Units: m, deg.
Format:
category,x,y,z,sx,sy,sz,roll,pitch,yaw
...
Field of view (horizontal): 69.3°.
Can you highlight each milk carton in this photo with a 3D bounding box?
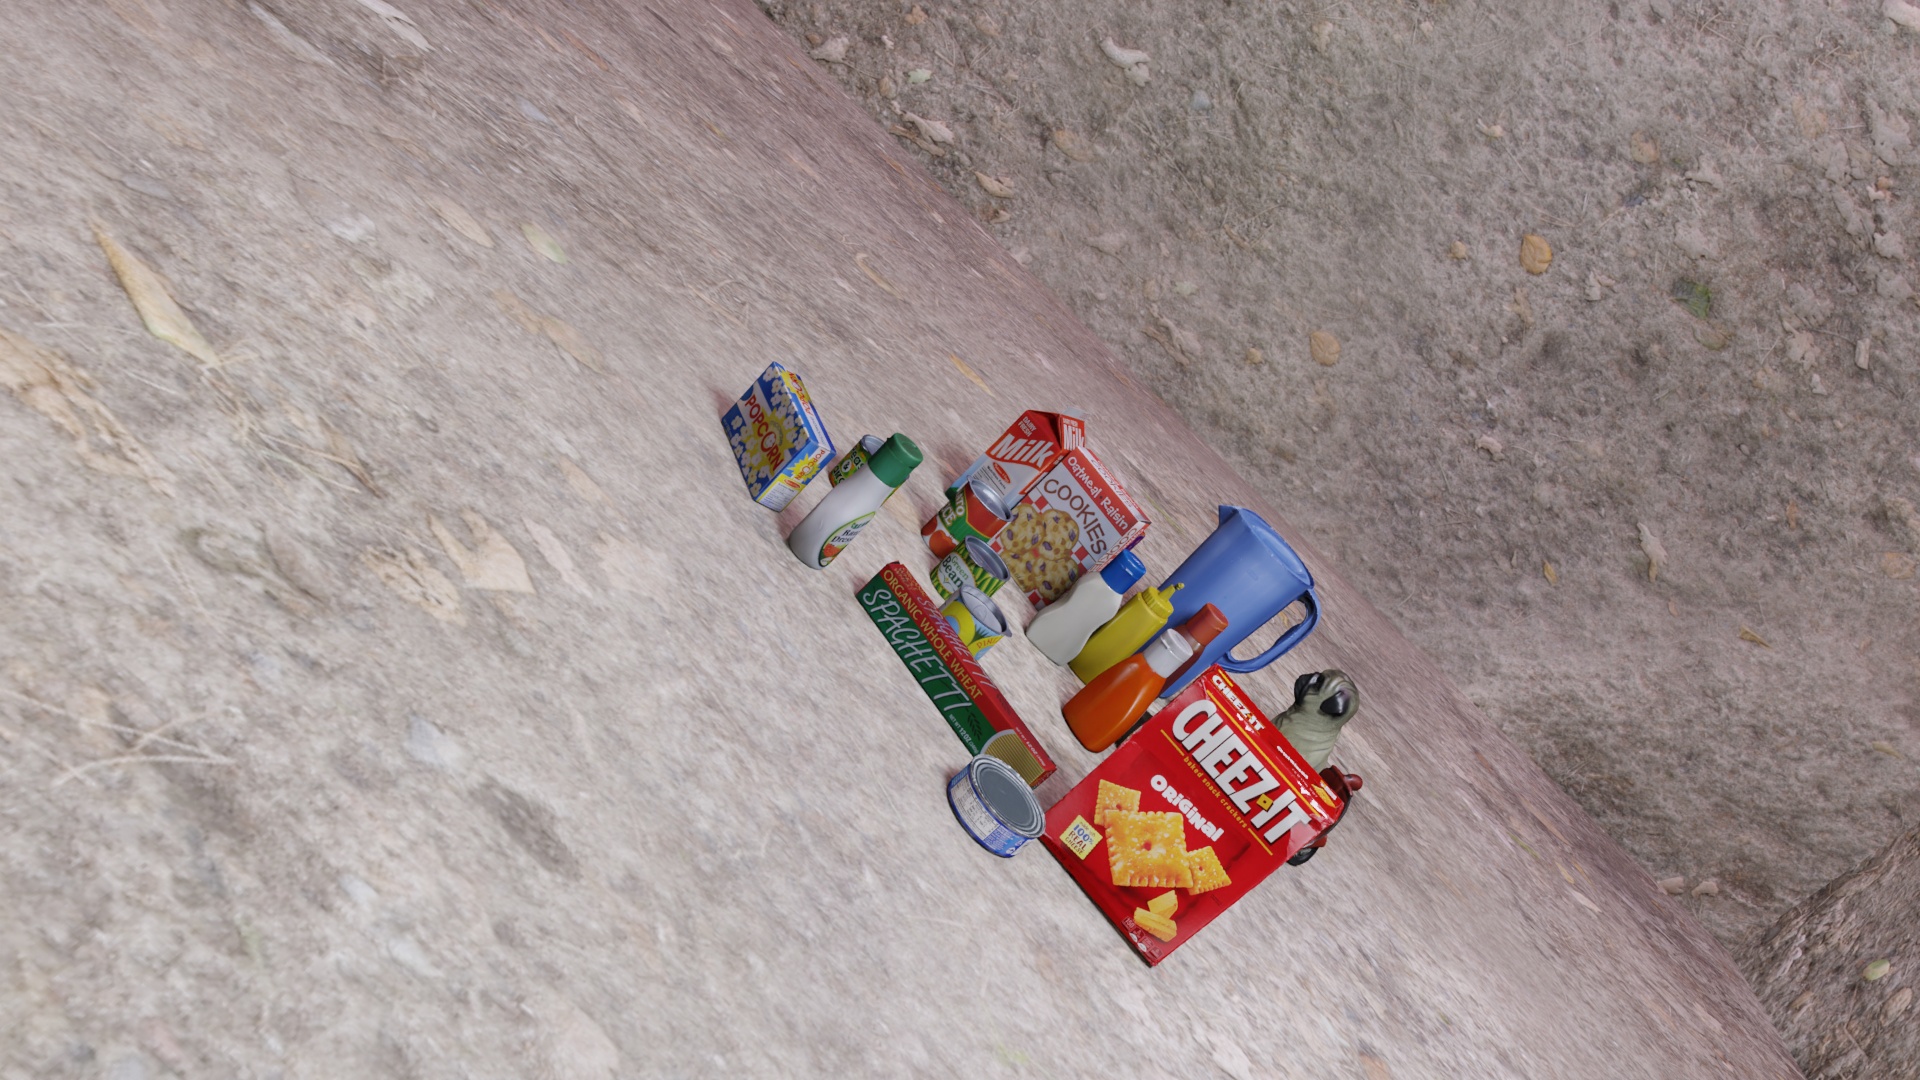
category,x,y,z,sx,sy,sz,roll,pitch,yaw
milk carton,0.080,-0.093,1.690,0.073,0.190,0.072,52,20,20

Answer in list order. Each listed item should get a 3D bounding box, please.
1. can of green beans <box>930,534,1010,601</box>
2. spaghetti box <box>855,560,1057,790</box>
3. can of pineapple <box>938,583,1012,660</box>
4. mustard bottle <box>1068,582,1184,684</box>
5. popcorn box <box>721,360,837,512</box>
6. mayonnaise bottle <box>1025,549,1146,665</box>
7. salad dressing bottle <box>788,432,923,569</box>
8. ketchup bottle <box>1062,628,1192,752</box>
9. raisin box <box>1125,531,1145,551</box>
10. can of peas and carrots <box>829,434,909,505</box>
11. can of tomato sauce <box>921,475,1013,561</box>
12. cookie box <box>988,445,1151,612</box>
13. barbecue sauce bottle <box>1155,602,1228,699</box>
category,x,y,z,sx,sy,sz,roll,pitch,yaw
can of green beans,0.010,0.037,1.483,0.071,0.057,0.071,39,20,-17
spaghetti box,-0.007,0.126,1.276,0.250,0.050,0.029,52,20,20
can of pineapple,0.006,0.087,1.371,0.071,0.057,0.071,39,20,-17
mustard bottle,0.193,0.098,1.575,0.049,0.160,0.065,48,19,9
popcorn box,-0.177,-0.101,1.342,0.038,0.085,0.127,26,26,-44
mayonnaise bottle,0.143,0.071,1.546,0.065,0.147,0.041,43,19,-7
salad dressing bottle,-0.096,-0.037,1.281,0.044,0.147,0.064,50,19,15
ketchup bottle,0.176,0.153,1.445,0.043,0.148,0.065,21,30,-50
raisin box,0.162,0.015,1.739,0.086,0.123,0.040,15,35,-56
can of peas and carrots,-0.099,-0.071,1.480,0.071,0.058,0.071,39,20,-17
can of tomato sauce,0.006,-0.019,1.551,0.071,0.083,0.071,39,20,-17
cookie box,0.126,-0.011,1.651,0.123,0.167,0.040,53,20,22
barbecue sauce bottle,0.250,0.135,1.635,0.065,0.148,0.044,25,27,-46
